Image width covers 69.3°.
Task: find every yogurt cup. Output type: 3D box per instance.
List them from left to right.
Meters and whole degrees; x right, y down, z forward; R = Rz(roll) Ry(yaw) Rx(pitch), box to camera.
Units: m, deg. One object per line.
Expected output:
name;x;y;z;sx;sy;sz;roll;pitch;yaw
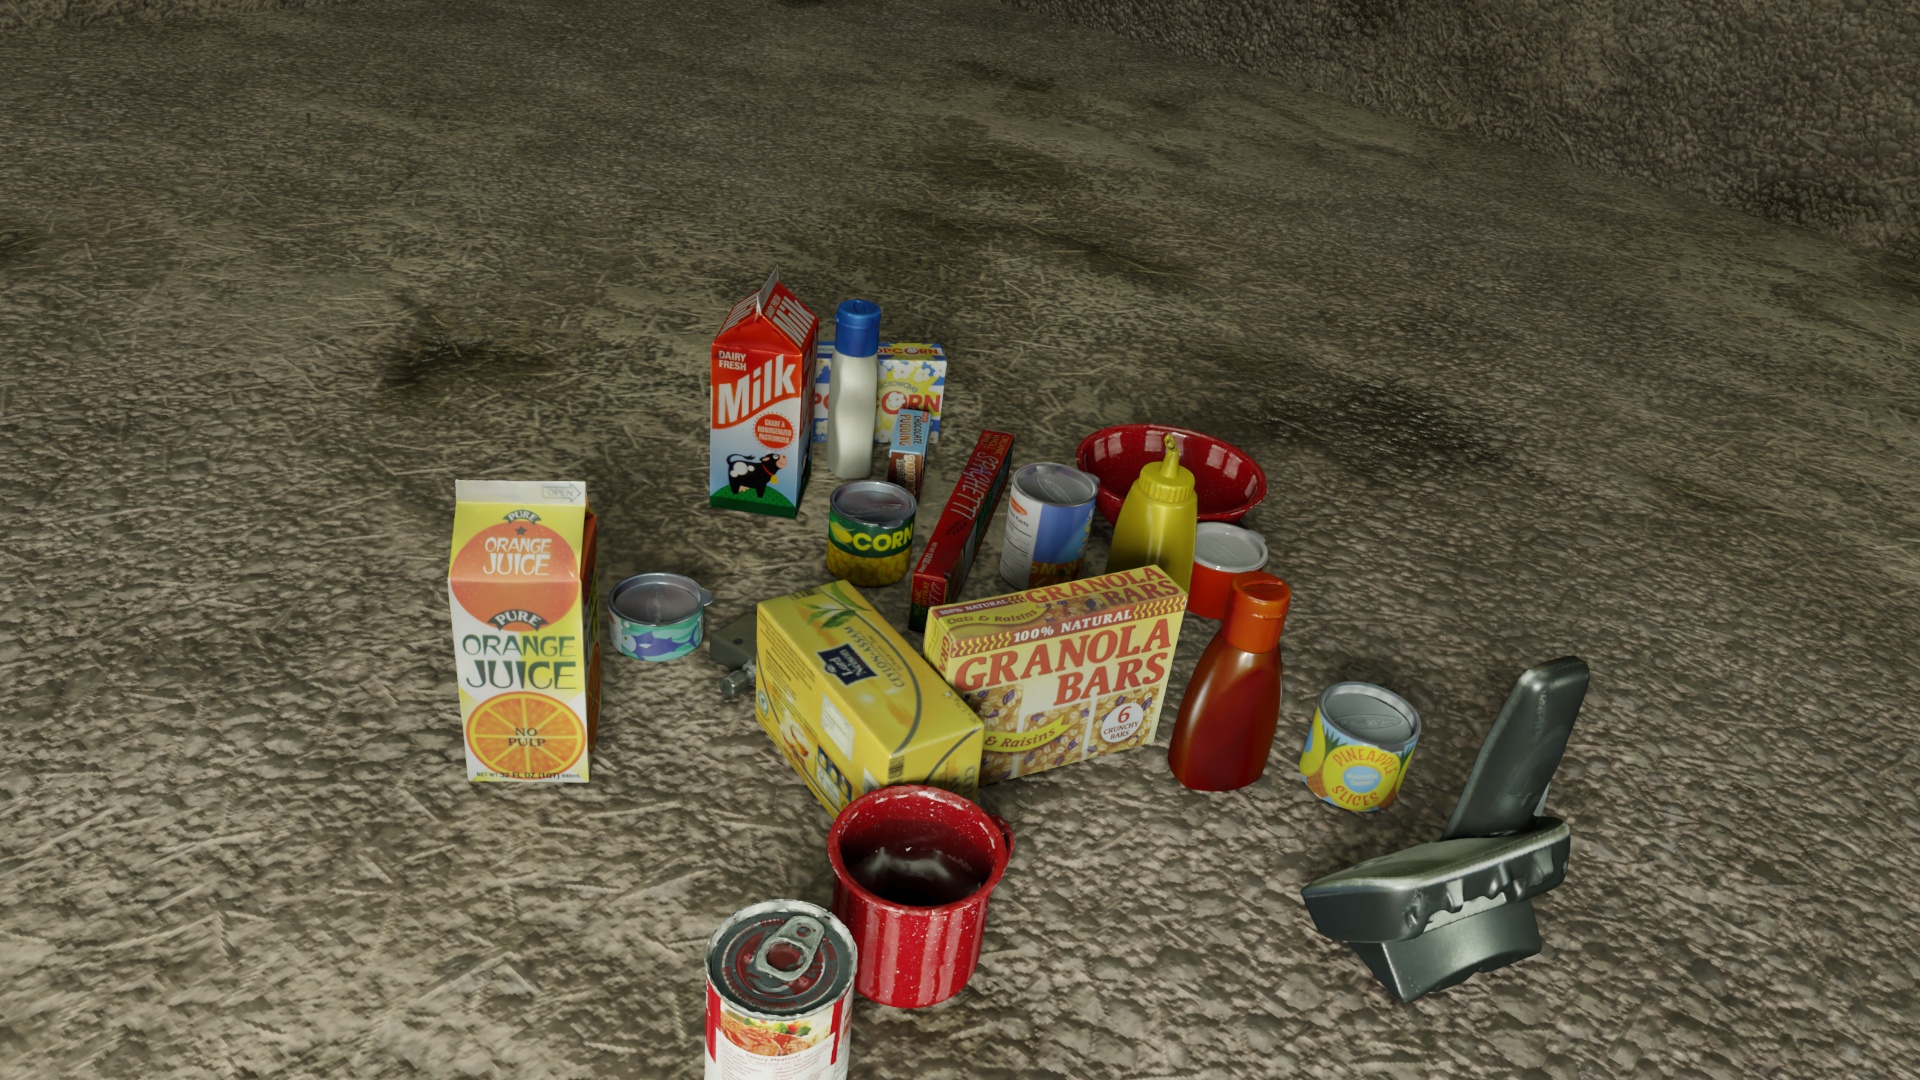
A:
yogurt cup;0.199;0.025;1.077;0.072;0.053;0.073;5;32;-3

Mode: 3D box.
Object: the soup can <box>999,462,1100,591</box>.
soup can;0.070;-0.009;1.077;0.071;0.083;0.072;5;31;-3

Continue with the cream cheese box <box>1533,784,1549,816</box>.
cream cheese box;0.357;0.163;0.886;0.024;0.053;0.104;20;34;20

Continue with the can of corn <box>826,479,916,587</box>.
can of corn;-0.068;-0.004;1.065;0.071;0.058;0.071;5;32;-3

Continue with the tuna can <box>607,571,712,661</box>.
tuna can;-0.209;0.053;0.968;0.071;0.032;0.071;5;32;-3

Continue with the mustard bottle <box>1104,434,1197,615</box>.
mustard bottle;0.144;-0.005;1.013;0.049;0.159;0.065;-11;36;-27

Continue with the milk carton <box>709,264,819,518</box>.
milk carton;-0.156;-0.119;1.106;0.073;0.189;0.073;8;31;1

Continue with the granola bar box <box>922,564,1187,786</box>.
granola bar box;0.055;0.087;0.880;0.166;0.123;0.039;-10;35;-25

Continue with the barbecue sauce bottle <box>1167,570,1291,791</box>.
barbecue sauce bottle;0.175;0.090;0.877;0.065;0.147;0.044;-4;33;-17

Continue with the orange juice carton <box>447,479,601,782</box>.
orange juice carton;-0.253;0.048;0.816;0.072;0.191;0.073;2;32;-8

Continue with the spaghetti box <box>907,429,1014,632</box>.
spaghetti box;0.004;-0.014;1.103;0.029;0.050;0.251;12;32;8

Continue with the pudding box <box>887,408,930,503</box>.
pudding box;-0.044;-0.073;1.189;0.030;0.049;0.084;7;31;0

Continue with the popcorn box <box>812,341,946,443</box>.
popcorn box;-0.079;-0.133;1.245;0.127;0.084;0.038;0;32;-12

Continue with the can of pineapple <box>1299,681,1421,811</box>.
can of pineapple;0.260;0.136;0.907;0.071;0.057;0.071;5;32;-3

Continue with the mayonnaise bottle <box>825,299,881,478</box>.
mayonnaise bottle;-0.090;-0.129;1.176;0.041;0.147;0.065;-1;32;-13
